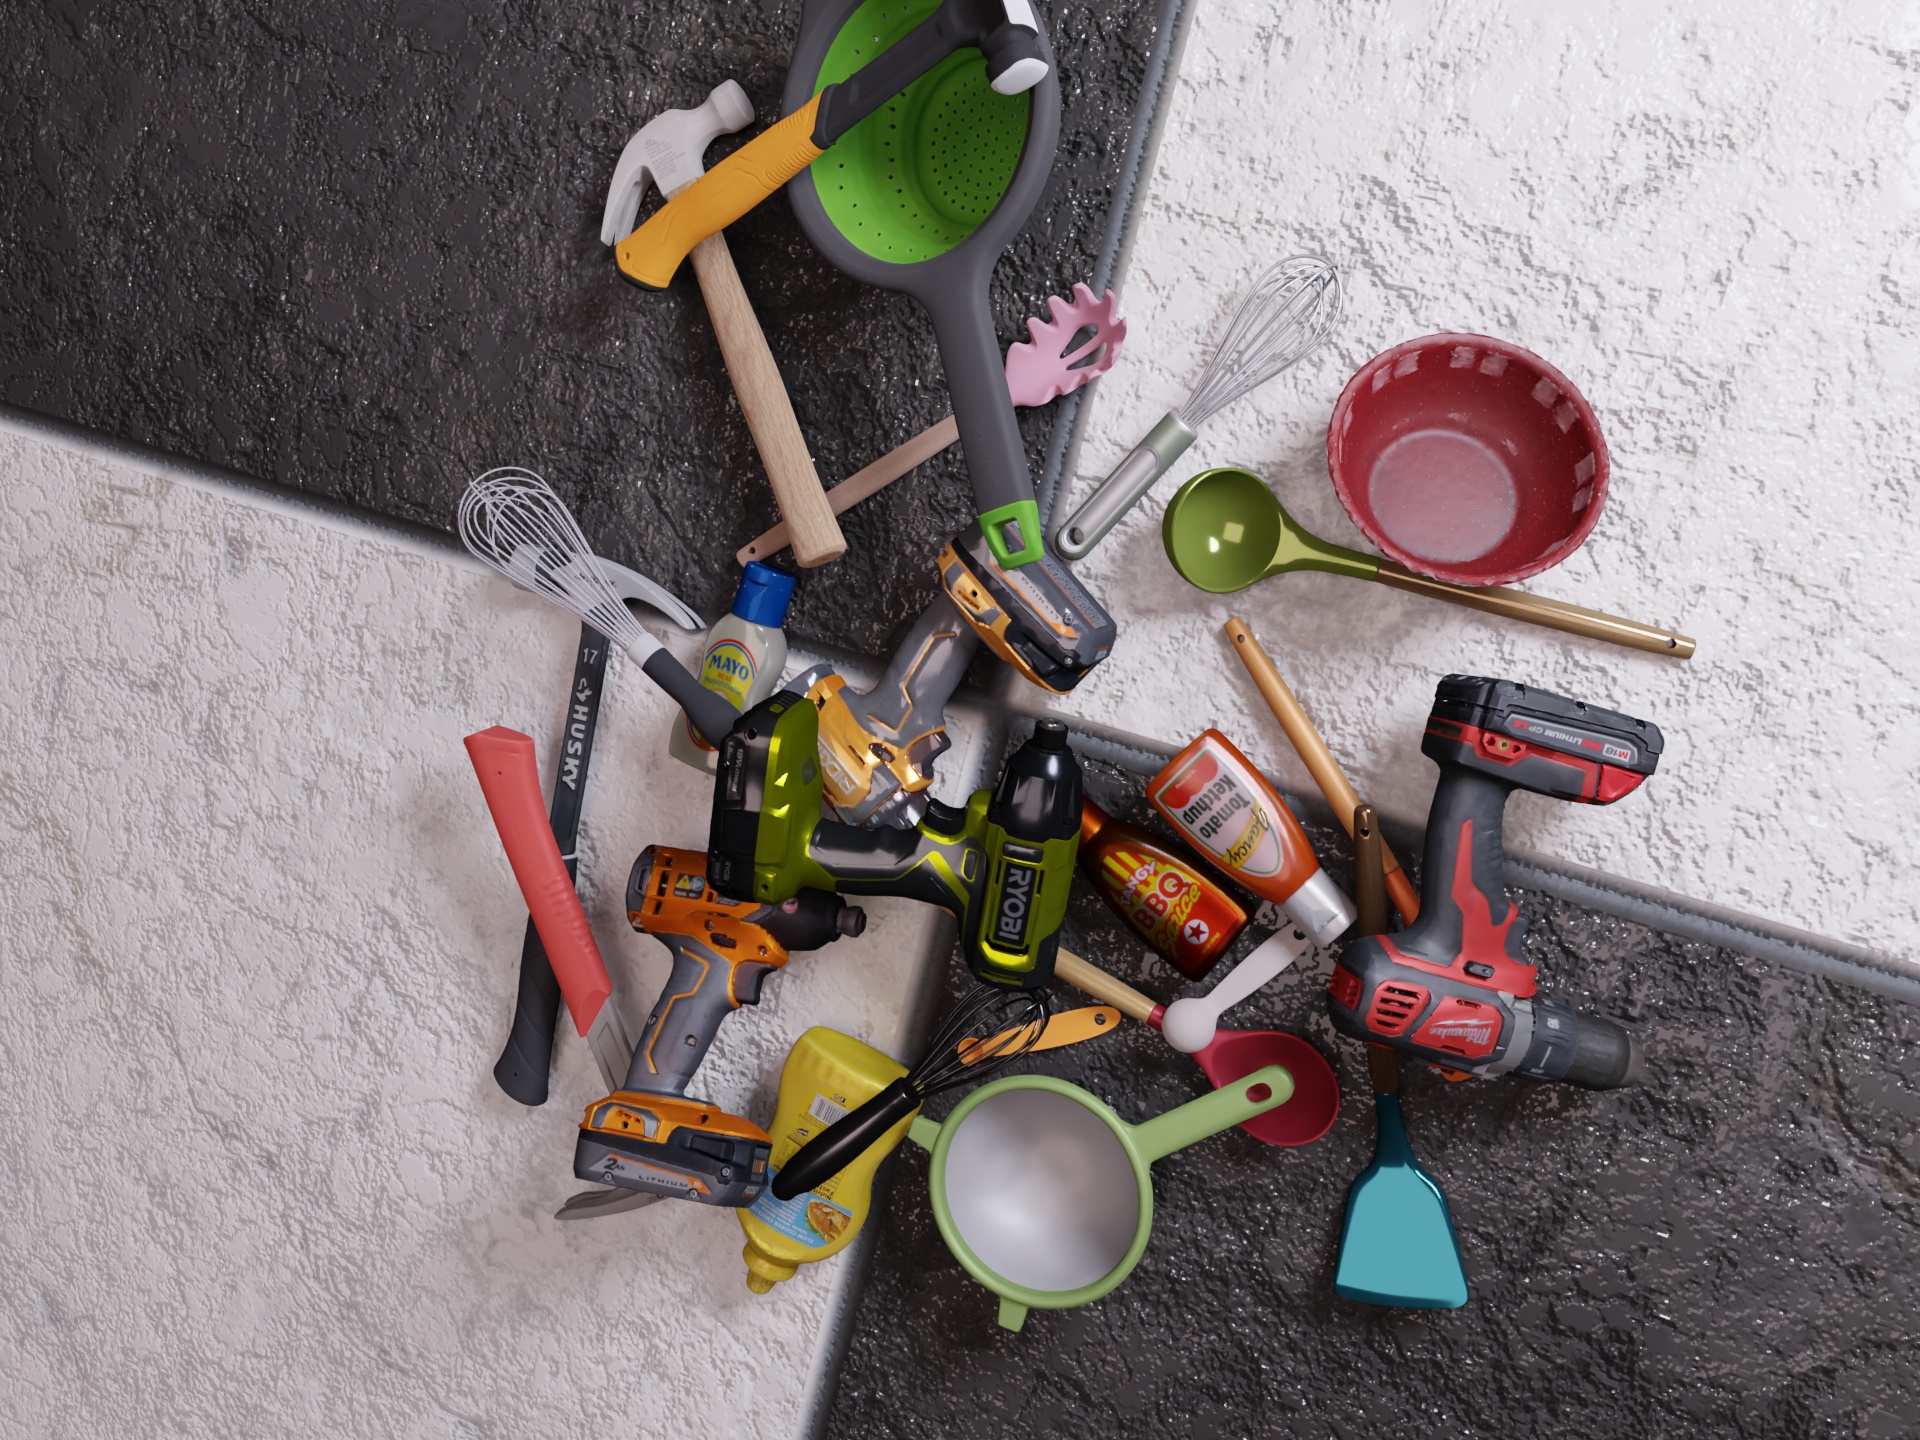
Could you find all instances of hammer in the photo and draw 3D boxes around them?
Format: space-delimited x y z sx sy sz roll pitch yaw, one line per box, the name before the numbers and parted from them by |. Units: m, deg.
hammer | -0.101 -0.367 0.981 0.337 0.034 0.127 -23 83 35
hammer | -0.152 -0.259 1.082 0.130 0.031 0.331 -23 82 19
hammer | -0.285 0.084 1.160 0.149 0.036 0.409 13 98 15
hammer | -0.281 0.177 1.133 0.149 0.037 0.359 -19 96 10

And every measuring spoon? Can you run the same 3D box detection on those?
measuring spoon | 0.054 0.212 1.076 0.117 0.011 0.021 -17 83 14
measuring spoon | 0.179 0.165 1.012 0.124 0.018 0.034 -40 71 1

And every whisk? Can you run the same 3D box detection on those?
whisk | 0.146 -0.192 0.996 0.058 0.059 0.246 47 110 9
whisk | -0.035 0.243 1.033 0.239 0.055 0.055 -40 82 14
whisk | -0.238 -0.068 1.085 0.285 0.070 0.070 44 105 8

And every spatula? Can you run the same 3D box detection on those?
spatula | 0.260 0.207 0.976 0.082 0.044 0.317 -3 103 22
spatula | 0.255 0.073 0.995 0.081 0.041 0.323 -33 80 16

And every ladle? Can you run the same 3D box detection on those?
ladle | 0.102 0.181 1.048 0.315 0.031 0.069 28 84 16
ladle | 0.278 -0.084 0.959 0.320 0.062 0.078 16 99 13

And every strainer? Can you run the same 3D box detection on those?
strainer | 0.103 0.277 1.031 0.256 0.069 0.151 -29 82 17

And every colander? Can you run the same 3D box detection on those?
colander | 0.010 -0.290 0.993 0.204 0.094 0.397 -15 88 35

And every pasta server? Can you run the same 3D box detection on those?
pasta server | -0.025 -0.185 1.056 0.316 0.040 0.060 -29 79 18

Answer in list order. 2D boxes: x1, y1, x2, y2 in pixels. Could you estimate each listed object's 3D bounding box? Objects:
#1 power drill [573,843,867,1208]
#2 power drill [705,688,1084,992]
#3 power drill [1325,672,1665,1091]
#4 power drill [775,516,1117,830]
power drill | -0.158 0.202 1.059 0.164 0.084 0.227 6 73 13
power drill | -0.037 0.062 0.994 0.223 0.080 0.171 12 109 10
power drill | 0.330 0.101 0.923 0.188 0.080 0.226 16 93 -7
power drill | -0.002 -0.003 1.042 0.226 0.084 0.185 -43 83 20
